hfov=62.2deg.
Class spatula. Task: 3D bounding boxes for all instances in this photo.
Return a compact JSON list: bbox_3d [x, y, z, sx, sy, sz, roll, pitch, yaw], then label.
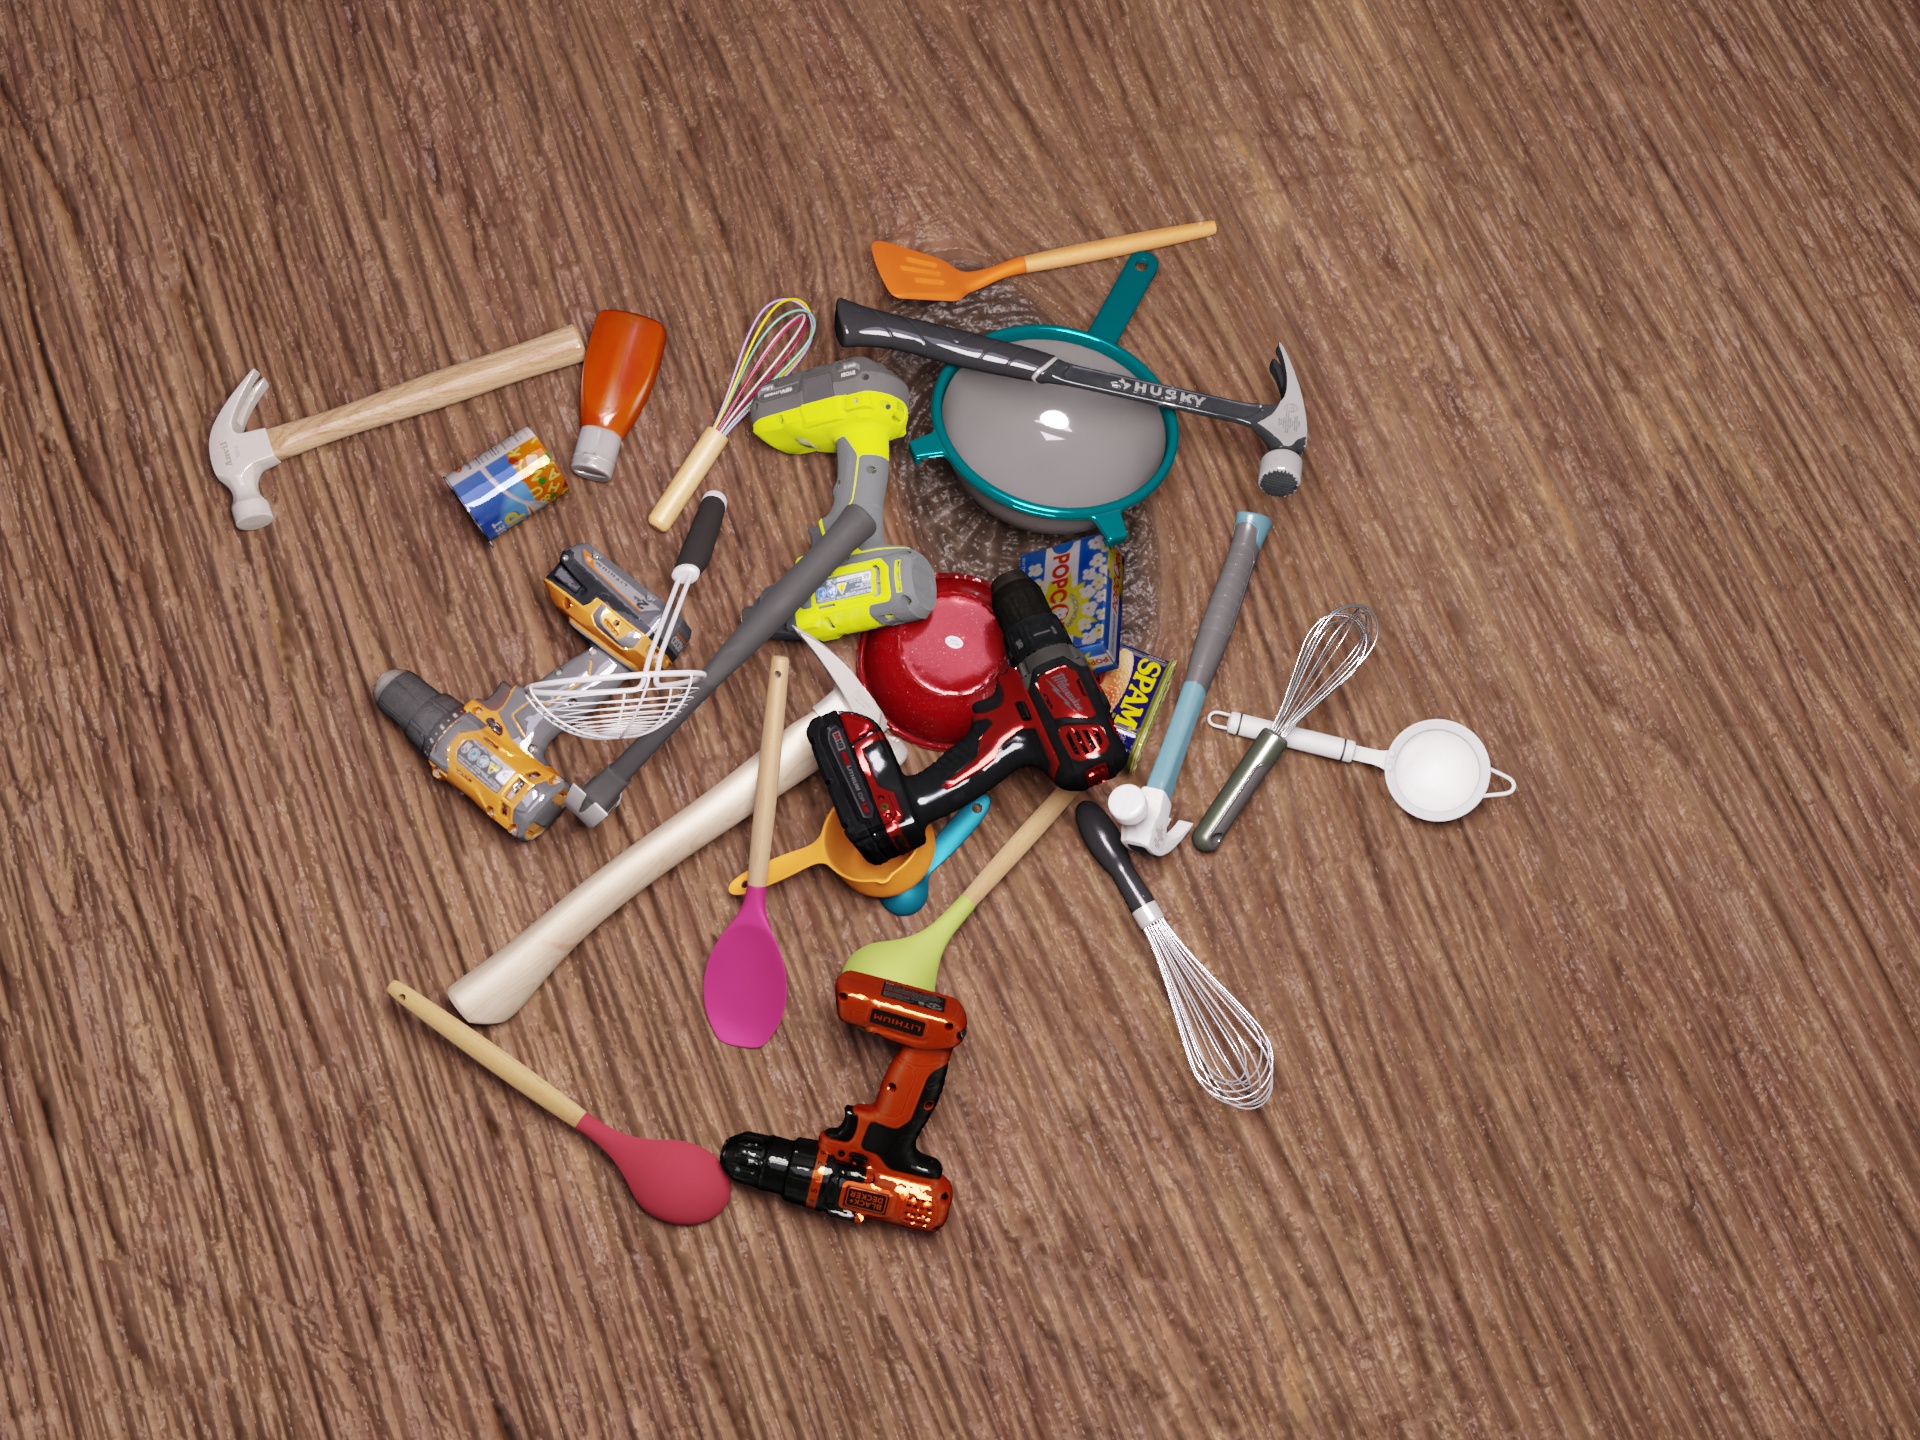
[{"bbox_3d":[0.082,-0.428,1.454,0.322,0.041,0.081,-13,55,-8],"label":"spatula"}]

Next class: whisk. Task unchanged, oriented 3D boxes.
[{"bbox_3d":[-0.199,-0.269,1.403,0.051,0.047,0.245,29,80,17],"label":"whisk"},{"bbox_3d":[0.171,0.187,1.301,0.070,0.070,0.285,-27,74,-9],"label":"whisk"},{"bbox_3d":[0.268,0.007,1.327,0.246,0.057,0.059,-57,44,5],"label":"whisk"}]

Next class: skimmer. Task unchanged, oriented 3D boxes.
[{"bbox_3d":[-0.234,-0.104,1.234,0.127,0.090,0.364,-6,37,11],"label":"skimmer"}]

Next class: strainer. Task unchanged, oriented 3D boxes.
[{"bbox_3d":[0.338,0.027,1.355,0.258,0.050,0.087,14,85,7],"label":"strainer"},{"bbox_3d":[0.100,-0.281,1.404,0.211,0.095,0.340,24,57,6],"label":"strainer"}]

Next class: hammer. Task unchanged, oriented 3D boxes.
[{"bbox_3d":[-0.491,-0.281,1.395,0.331,0.031,0.130,-21,78,-8],"label":"hammer"},{"bbox_3d":[-0.189,-0.043,1.259,0.035,0.146,0.335,44,89,-6],"label":"hammer"},{"bbox_3d":[-0.242,0.095,1.284,0.410,0.038,0.146,-38,114,-7],"label":"hammer"},{"bbox_3d":[0.200,-0.038,1.330,0.033,0.128,0.331,12,66,25],"label":"hammer"},{"bbox_3d":[0.092,-0.295,1.335,0.409,0.036,0.149,13,57,0],"label":"hammer"}]

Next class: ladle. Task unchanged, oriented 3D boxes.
[{"bbox_3d":[-0.317,0.296,1.243,0.315,0.031,0.069,34,95,1],"label":"ladle"},{"bbox_3d":[0.021,0.132,1.318,0.078,0.062,0.320,44,71,-2],"label":"ladle"}]

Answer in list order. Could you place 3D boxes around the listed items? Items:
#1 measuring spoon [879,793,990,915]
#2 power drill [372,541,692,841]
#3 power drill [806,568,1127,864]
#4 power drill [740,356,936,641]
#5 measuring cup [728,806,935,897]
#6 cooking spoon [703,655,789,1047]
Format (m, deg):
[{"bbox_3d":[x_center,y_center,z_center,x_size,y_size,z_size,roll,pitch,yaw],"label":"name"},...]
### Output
[{"bbox_3d":[-0.019,0.108,1.324,0.042,0.021,0.128,41,79,7],"label":"measuring spoon"},{"bbox_3d":[-0.358,-0.039,1.319,0.185,0.084,0.226,37,82,8],"label":"power drill"},{"bbox_3d":[-0.002,-0.004,1.248,0.226,0.080,0.188,-23,69,0],"label":"power drill"},{"bbox_3d":[-0.112,-0.180,1.348,0.171,0.080,0.223,-10,74,23],"label":"power drill"},{"bbox_3d":[-0.103,0.116,1.304,0.173,0.052,0.095,-22,57,8],"label":"measuring cup"},{"bbox_3d":[-0.160,0.107,1.272,0.069,0.017,0.319,7,97,7],"label":"cooking spoon"}]
